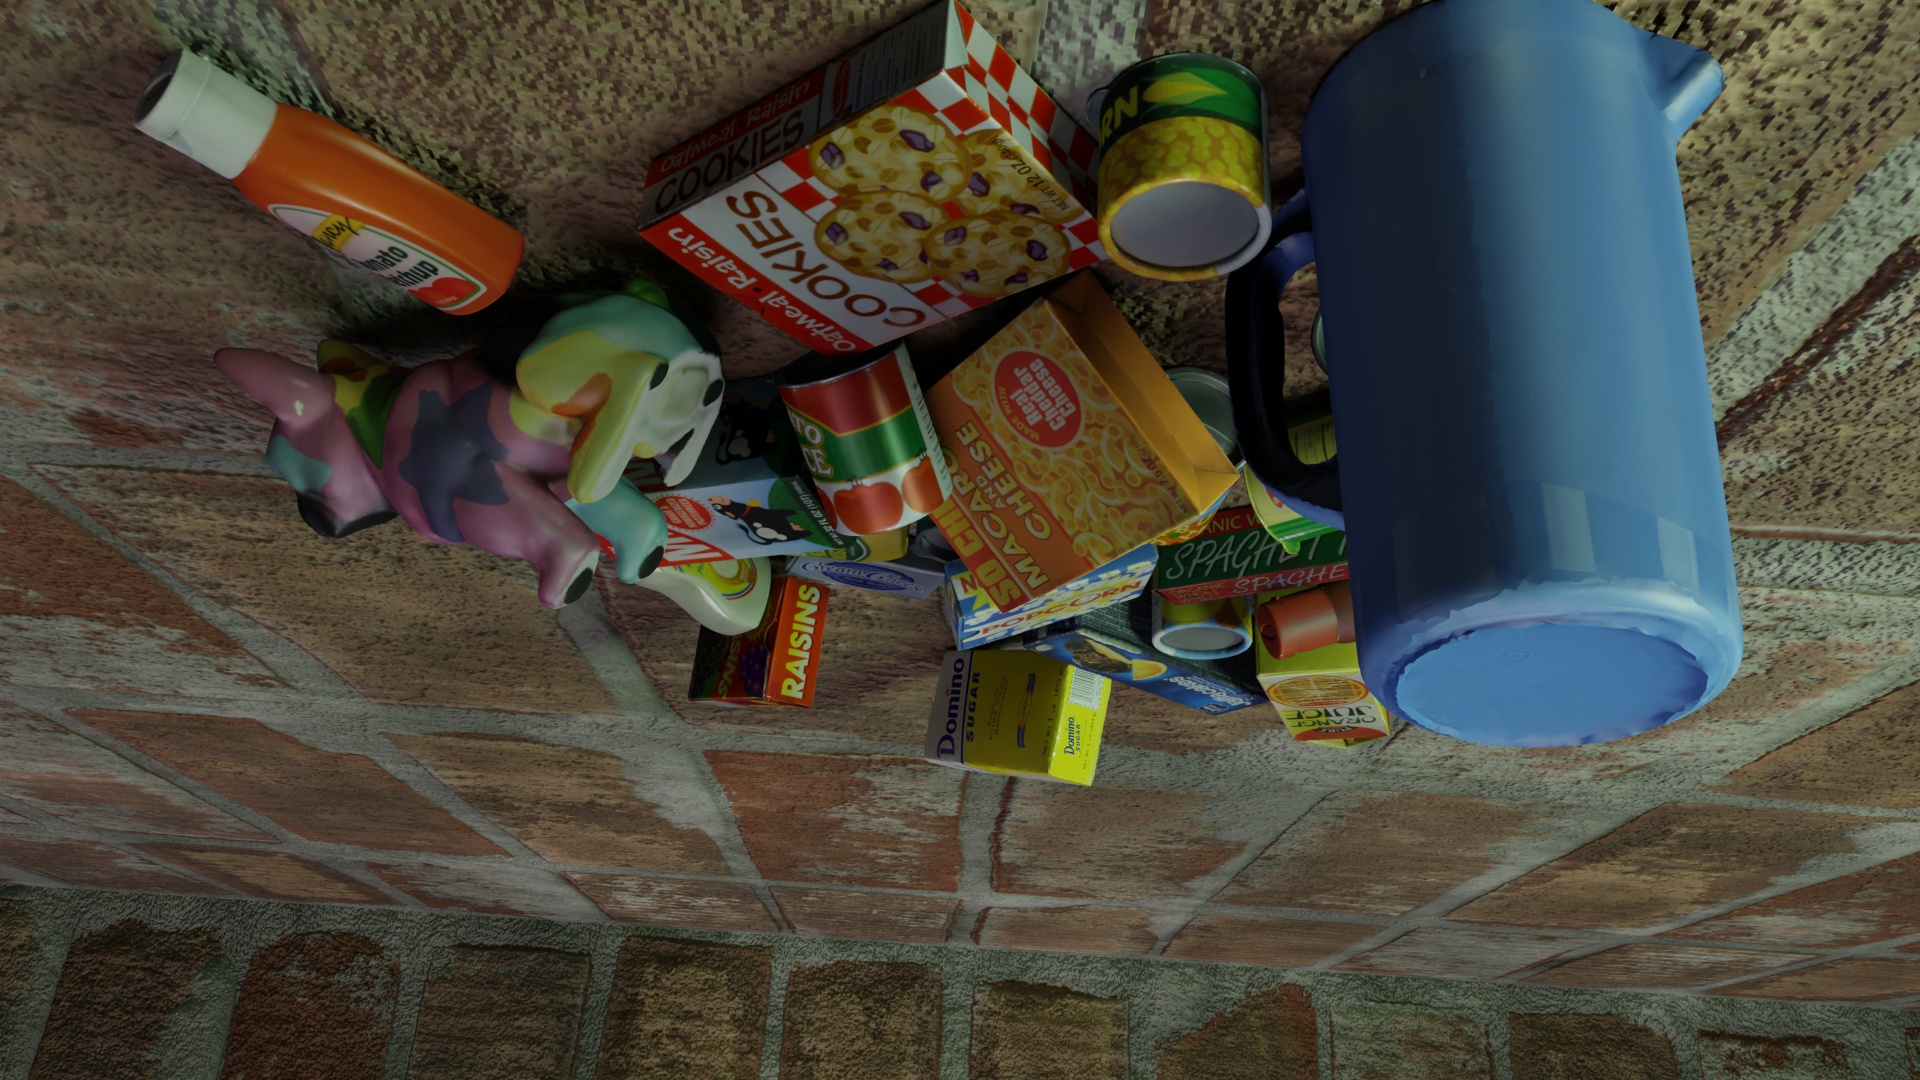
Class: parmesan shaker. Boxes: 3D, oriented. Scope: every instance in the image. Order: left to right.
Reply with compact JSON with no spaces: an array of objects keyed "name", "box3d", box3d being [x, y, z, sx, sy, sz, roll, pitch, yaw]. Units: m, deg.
[{"name":"parmesan shaker","box3d":[0.209,-0.039,0.723,0.103,0.071,0.071,-18,147,39]}]

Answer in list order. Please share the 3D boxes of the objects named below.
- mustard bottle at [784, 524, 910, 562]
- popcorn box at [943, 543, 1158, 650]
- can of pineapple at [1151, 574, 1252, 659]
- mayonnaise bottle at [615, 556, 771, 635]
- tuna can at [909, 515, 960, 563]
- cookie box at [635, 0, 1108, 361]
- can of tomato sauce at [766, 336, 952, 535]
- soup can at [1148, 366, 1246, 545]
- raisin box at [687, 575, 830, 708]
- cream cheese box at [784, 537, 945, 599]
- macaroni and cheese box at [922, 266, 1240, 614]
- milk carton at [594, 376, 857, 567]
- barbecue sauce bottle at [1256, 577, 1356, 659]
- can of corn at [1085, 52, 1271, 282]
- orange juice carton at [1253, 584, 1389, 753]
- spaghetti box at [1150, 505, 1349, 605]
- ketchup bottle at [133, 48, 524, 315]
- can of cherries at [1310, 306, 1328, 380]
[{"name":"mustard bottle","box3d":[-0.110,-0.018,0.843,0.160,0.049,0.065,3,154,2]},{"name":"popcorn box","box3d":[0.054,0.025,0.860,0.127,0.038,0.085,-16,164,-6]},{"name":"can of pineapple","box3d":[0.162,0.041,0.922,0.071,0.058,0.070,3,155,2]},{"name":"mayonnaise bottle","box3d":[-0.187,0.007,0.897,0.041,0.065,0.148,-17,144,34]},{"name":"tuna can","box3d":[0.003,-0.011,0.861,0.071,0.033,0.070,3,156,1]},{"name":"cookie box","box3d":[-0.033,-0.138,0.577,0.167,0.040,0.123,-15,149,35]},{"name":"can of tomato sauce","box3d":[-0.049,-0.053,0.689,0.071,0.071,0.082,-8,115,24]},{"name":"soup can","box3d":[0.113,-0.041,0.734,0.071,0.071,0.083,6,155,-4]},{"name":"raisin box","box3d":[-0.143,0.073,0.977,0.040,0.086,0.123,18,164,-33]},{"name":"cream cheese box","box3d":[-0.062,0.013,0.934,0.104,0.024,0.053,12,154,-18]},{"name":"macaroni and cheese box","box3d":[0.042,-0.043,0.696,0.123,0.040,0.166,54,143,-3]},{"name":"milk carton","box3d":[-0.153,-0.035,0.775,0.190,0.074,0.072,-6,145,21]},{"name":"barbecue sauce bottle","box3d":[0.258,0.036,0.853,0.149,0.043,0.065,-15,178,-7]},{"name":"can of corn","box3d":[0.083,-0.141,0.532,0.071,0.058,0.071,3,155,1]},{"name":"orange juice carton","box3d":[0.268,0.095,1.007,0.073,0.072,0.192,-6,153,22]},{"name":"spaghetti box","box3d":[0.232,-0.005,0.820,0.249,0.050,0.028,-11,150,30]},{"name":"ketchup bottle","box3d":[-0.263,-0.149,0.586,0.064,0.043,0.148,-3,156,41]},{"name":"can of cherries","box3d":[0.202,-0.085,0.632,0.071,0.072,0.058,-10,152,28]}]
